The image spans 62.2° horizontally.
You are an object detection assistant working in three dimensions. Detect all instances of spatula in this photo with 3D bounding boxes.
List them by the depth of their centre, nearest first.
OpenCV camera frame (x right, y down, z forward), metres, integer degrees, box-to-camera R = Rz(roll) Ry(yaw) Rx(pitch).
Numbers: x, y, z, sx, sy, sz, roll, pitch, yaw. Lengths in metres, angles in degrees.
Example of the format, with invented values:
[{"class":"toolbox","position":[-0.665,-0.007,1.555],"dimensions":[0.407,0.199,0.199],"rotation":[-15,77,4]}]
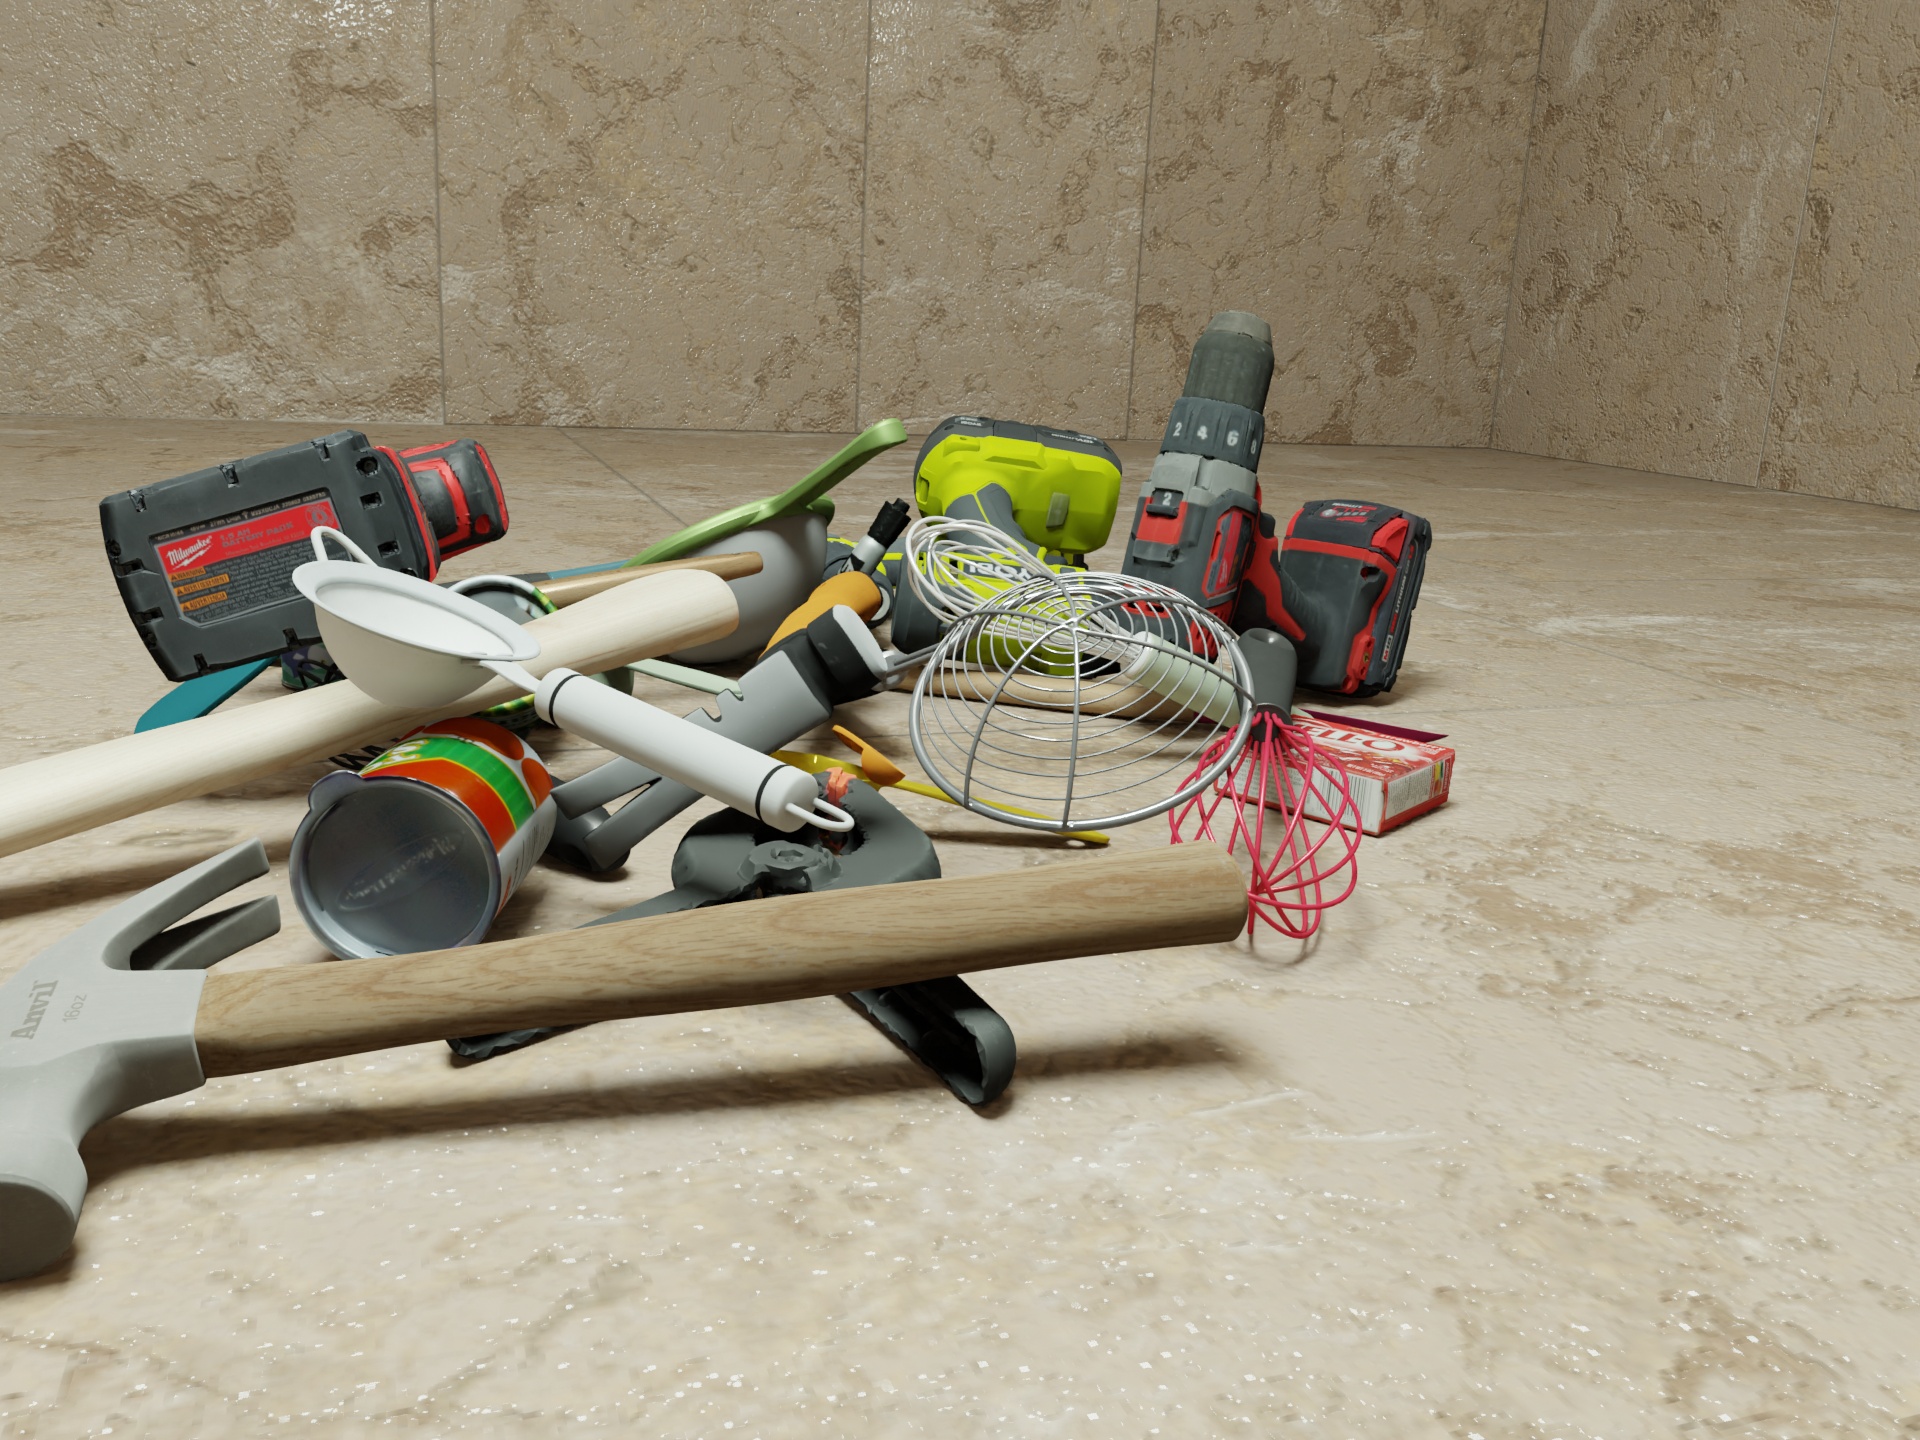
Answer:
[{"class":"spatula","position":[-0.249,-0.044,0.805],"dimensions":[0.317,0.044,0.082],"rotation":[-13,19,-24]}]

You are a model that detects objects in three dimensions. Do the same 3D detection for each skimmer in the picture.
[{"class":"skimmer","position":[-0.001,-0.002,0.709],"dimensions":[0.127,0.090,0.363],"rotation":[-32,7,-19]}]

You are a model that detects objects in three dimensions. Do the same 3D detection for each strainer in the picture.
[{"class":"strainer","position":[-0.138,-0.008,0.527],"dimensions":[0.259,0.050,0.086],"rotation":[21,10,30]},{"class":"strainer","position":[-0.101,-0.091,0.914],"dimensions":[0.151,0.069,0.256],"rotation":[-21,-3,-43]}]

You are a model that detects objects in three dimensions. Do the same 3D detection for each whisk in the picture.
[{"class":"whisk","position":[0.128,0.009,0.668],"dimensions":[0.073,0.073,0.296],"rotation":[5,20,9]},{"class":"whisk","position":[-0.215,0.018,0.671],"dimensions":[0.239,0.055,0.055],"rotation":[21,23,38]},{"class":"whisk","position":[0.079,-0.036,0.778],"dimensions":[0.246,0.057,0.059],"rotation":[25,45,-22]}]

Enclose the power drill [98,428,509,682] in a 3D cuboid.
[{"class":"power drill","position":[-0.296,-0.084,0.730],"dimensions":[0.143,0.078,0.220],"rotation":[-16,13,-4]}]

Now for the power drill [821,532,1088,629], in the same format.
[{"class":"power drill","position":[-0.026,-0.106,1.129],"dimensions":[0.228,0.080,0.191],"rotation":[-7,17,-26]}]

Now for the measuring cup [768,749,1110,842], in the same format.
[{"class":"measuring cup","position":[-0.015,0.042,0.663],"dimensions":[0.156,0.029,0.062],"rotation":[14,5,-6]}]

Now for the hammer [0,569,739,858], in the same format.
[{"class":"hammer","position":[-0.250,0.008,0.588],"dimensions":[0.410,0.038,0.146],"rotation":[-22,28,-39]}]

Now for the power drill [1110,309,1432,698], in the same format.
[{"class":"power drill","position":[0.177,-0.109,0.892],"dimensions":[0.080,0.188,0.226],"rotation":[15,2,41]}]

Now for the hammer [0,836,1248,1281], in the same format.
[{"class":"hammer","position":[-0.080,0.065,0.431],"dimensions":[0.331,0.031,0.130],"rotation":[-6,28,-15]}]

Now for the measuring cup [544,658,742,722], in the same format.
[{"class":"measuring cup","position":[-0.171,-0.014,0.813],"dimensions":[0.168,0.038,0.083],"rotation":[13,17,28]}]

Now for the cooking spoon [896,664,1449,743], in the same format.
[{"class":"cooking spoon","position":[0.105,-0.009,0.882],"dimensions":[0.319,0.017,0.068],"rotation":[7,1,16]}]

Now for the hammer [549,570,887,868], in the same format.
[{"class":"hammer","position":[-0.078,-0.025,0.706],"dimensions":[0.127,0.034,0.337],"rotation":[-33,8,8]}]

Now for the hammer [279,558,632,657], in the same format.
[{"class":"hammer","position":[-0.275,-0.082,1.004],"dimensions":[0.331,0.033,0.128],"rotation":[-15,-1,-38]}]

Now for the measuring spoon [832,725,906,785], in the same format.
[{"class":"measuring spoon","position":[-0.042,0.015,0.666],"dimensions":[0.021,0.011,0.117],"rotation":[38,-4,-13]}]

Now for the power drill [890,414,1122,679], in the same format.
[{"class":"power drill","position":[0.046,-0.104,0.983],"dimensions":[0.171,0.080,0.223],"rotation":[7,33,-6]}]
